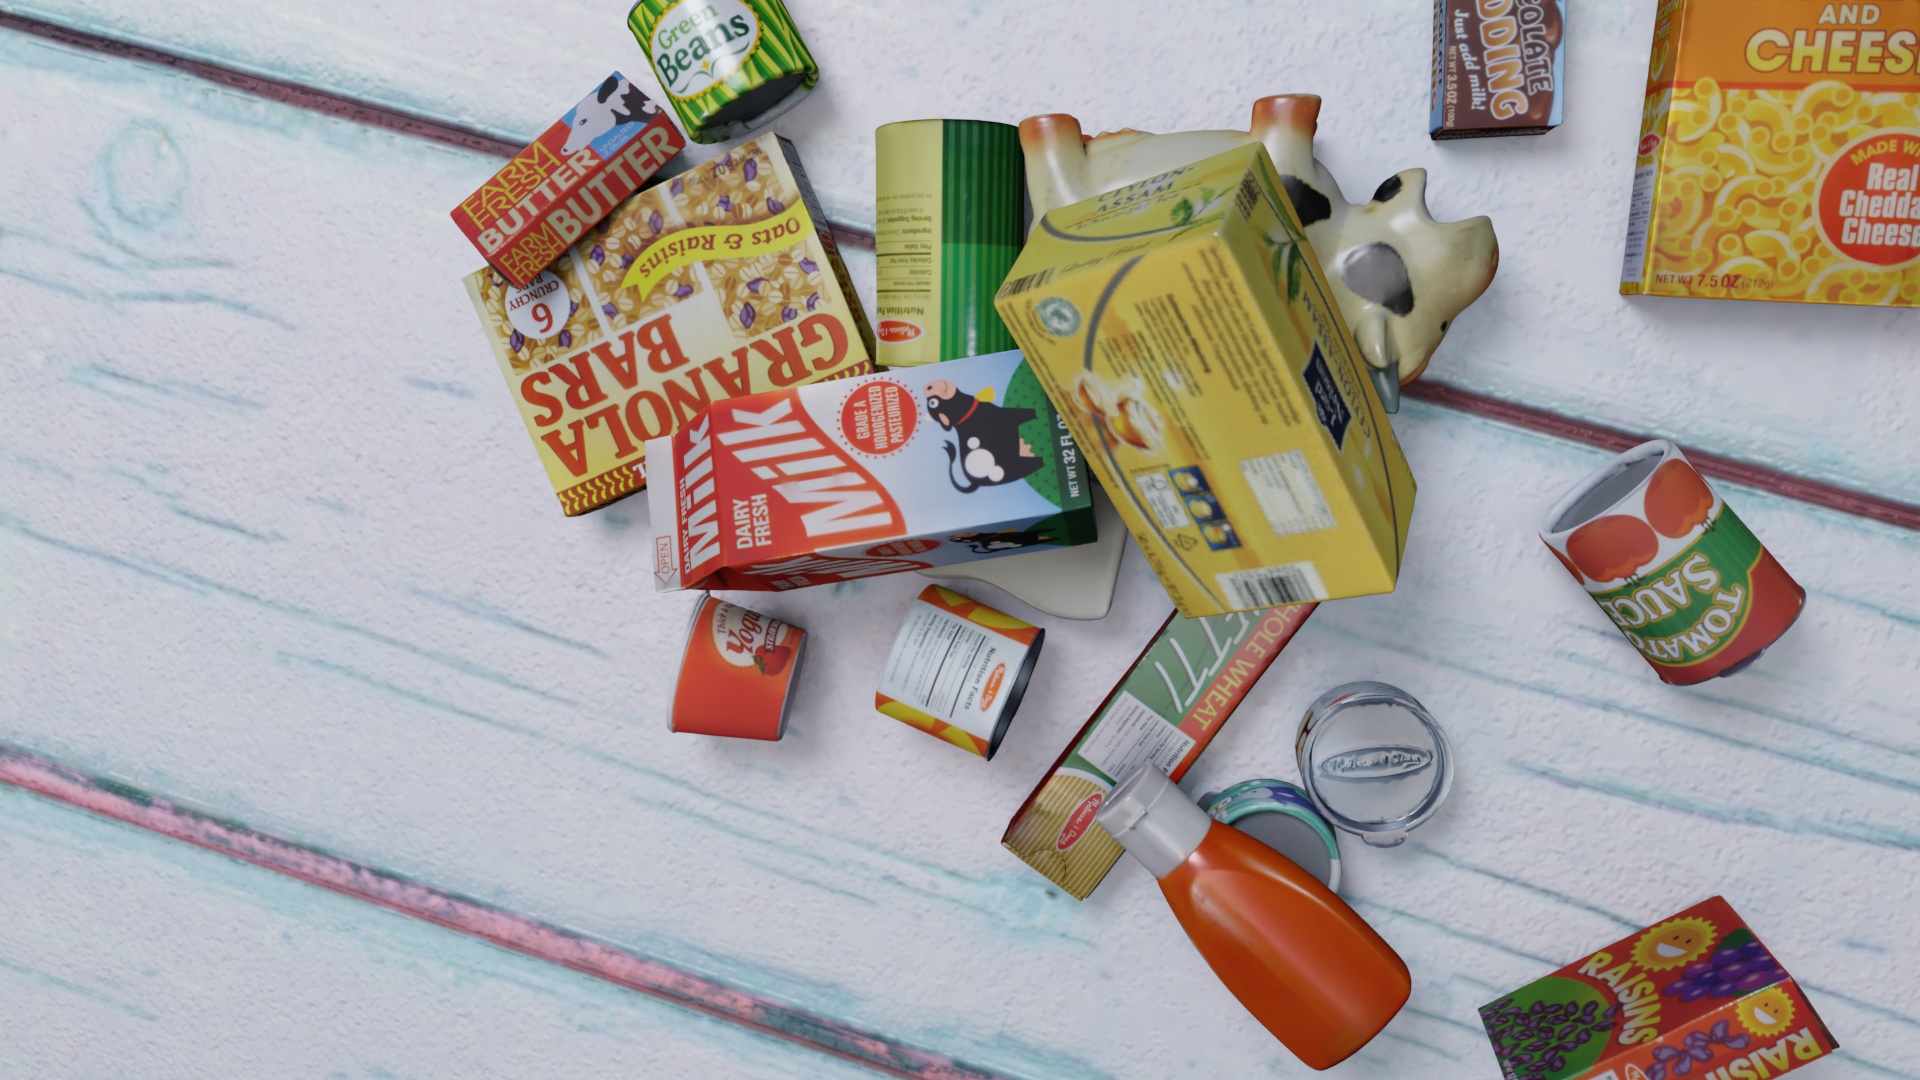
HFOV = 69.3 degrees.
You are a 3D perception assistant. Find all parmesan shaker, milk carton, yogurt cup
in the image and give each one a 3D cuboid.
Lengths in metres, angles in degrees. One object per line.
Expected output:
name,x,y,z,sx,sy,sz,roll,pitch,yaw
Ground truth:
parmesan shaker,-0.002,-0.128,0.610,0.071,0.071,0.103,2,98,9
milk carton,-0.041,-0.025,0.591,0.190,0.073,0.072,-8,77,6
yogurt cup,-0.105,0.063,0.662,0.054,0.072,0.072,13,101,-1

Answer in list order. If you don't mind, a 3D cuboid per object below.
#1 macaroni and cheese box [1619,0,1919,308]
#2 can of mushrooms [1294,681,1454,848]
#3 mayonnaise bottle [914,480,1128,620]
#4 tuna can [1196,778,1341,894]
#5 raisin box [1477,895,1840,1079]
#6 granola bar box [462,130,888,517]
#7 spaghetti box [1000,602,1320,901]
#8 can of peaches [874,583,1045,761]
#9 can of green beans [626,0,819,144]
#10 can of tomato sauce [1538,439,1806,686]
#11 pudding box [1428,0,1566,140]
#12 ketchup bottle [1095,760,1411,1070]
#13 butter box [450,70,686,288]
macaroni and cheese box,0.345,-0.180,0.560,0.124,0.040,0.166,5,100,9
can of mushrooms,0.187,0.101,0.633,0.071,0.033,0.071,1,97,7
mayonnaise bottle,0.002,-0.008,0.644,0.148,0.041,0.064,13,93,9
tuna can,0.141,0.146,0.649,0.071,0.033,0.071,1,99,9
raisin box,0.298,0.214,0.607,0.123,0.086,0.040,-32,91,13
granola bar box,-0.131,-0.099,0.652,0.165,0.039,0.124,-22,94,12
spaghetti box,0.111,0.057,0.642,0.050,0.029,0.249,36,103,2
can of peaches,0.000,0.061,0.642,0.058,0.071,0.071,22,102,9
can of green beans,-0.104,-0.217,0.614,0.071,0.071,0.058,-27,94,13
can of tomato sauce,0.296,0.010,0.583,0.071,0.071,0.083,-41,90,13
pudding box,0.225,-0.212,0.580,0.050,0.030,0.083,0,99,8
ketchup bottle,0.125,0.161,0.613,0.149,0.043,0.064,44,102,0
butter box,-0.178,-0.164,0.630,0.103,0.024,0.053,-43,51,-5
